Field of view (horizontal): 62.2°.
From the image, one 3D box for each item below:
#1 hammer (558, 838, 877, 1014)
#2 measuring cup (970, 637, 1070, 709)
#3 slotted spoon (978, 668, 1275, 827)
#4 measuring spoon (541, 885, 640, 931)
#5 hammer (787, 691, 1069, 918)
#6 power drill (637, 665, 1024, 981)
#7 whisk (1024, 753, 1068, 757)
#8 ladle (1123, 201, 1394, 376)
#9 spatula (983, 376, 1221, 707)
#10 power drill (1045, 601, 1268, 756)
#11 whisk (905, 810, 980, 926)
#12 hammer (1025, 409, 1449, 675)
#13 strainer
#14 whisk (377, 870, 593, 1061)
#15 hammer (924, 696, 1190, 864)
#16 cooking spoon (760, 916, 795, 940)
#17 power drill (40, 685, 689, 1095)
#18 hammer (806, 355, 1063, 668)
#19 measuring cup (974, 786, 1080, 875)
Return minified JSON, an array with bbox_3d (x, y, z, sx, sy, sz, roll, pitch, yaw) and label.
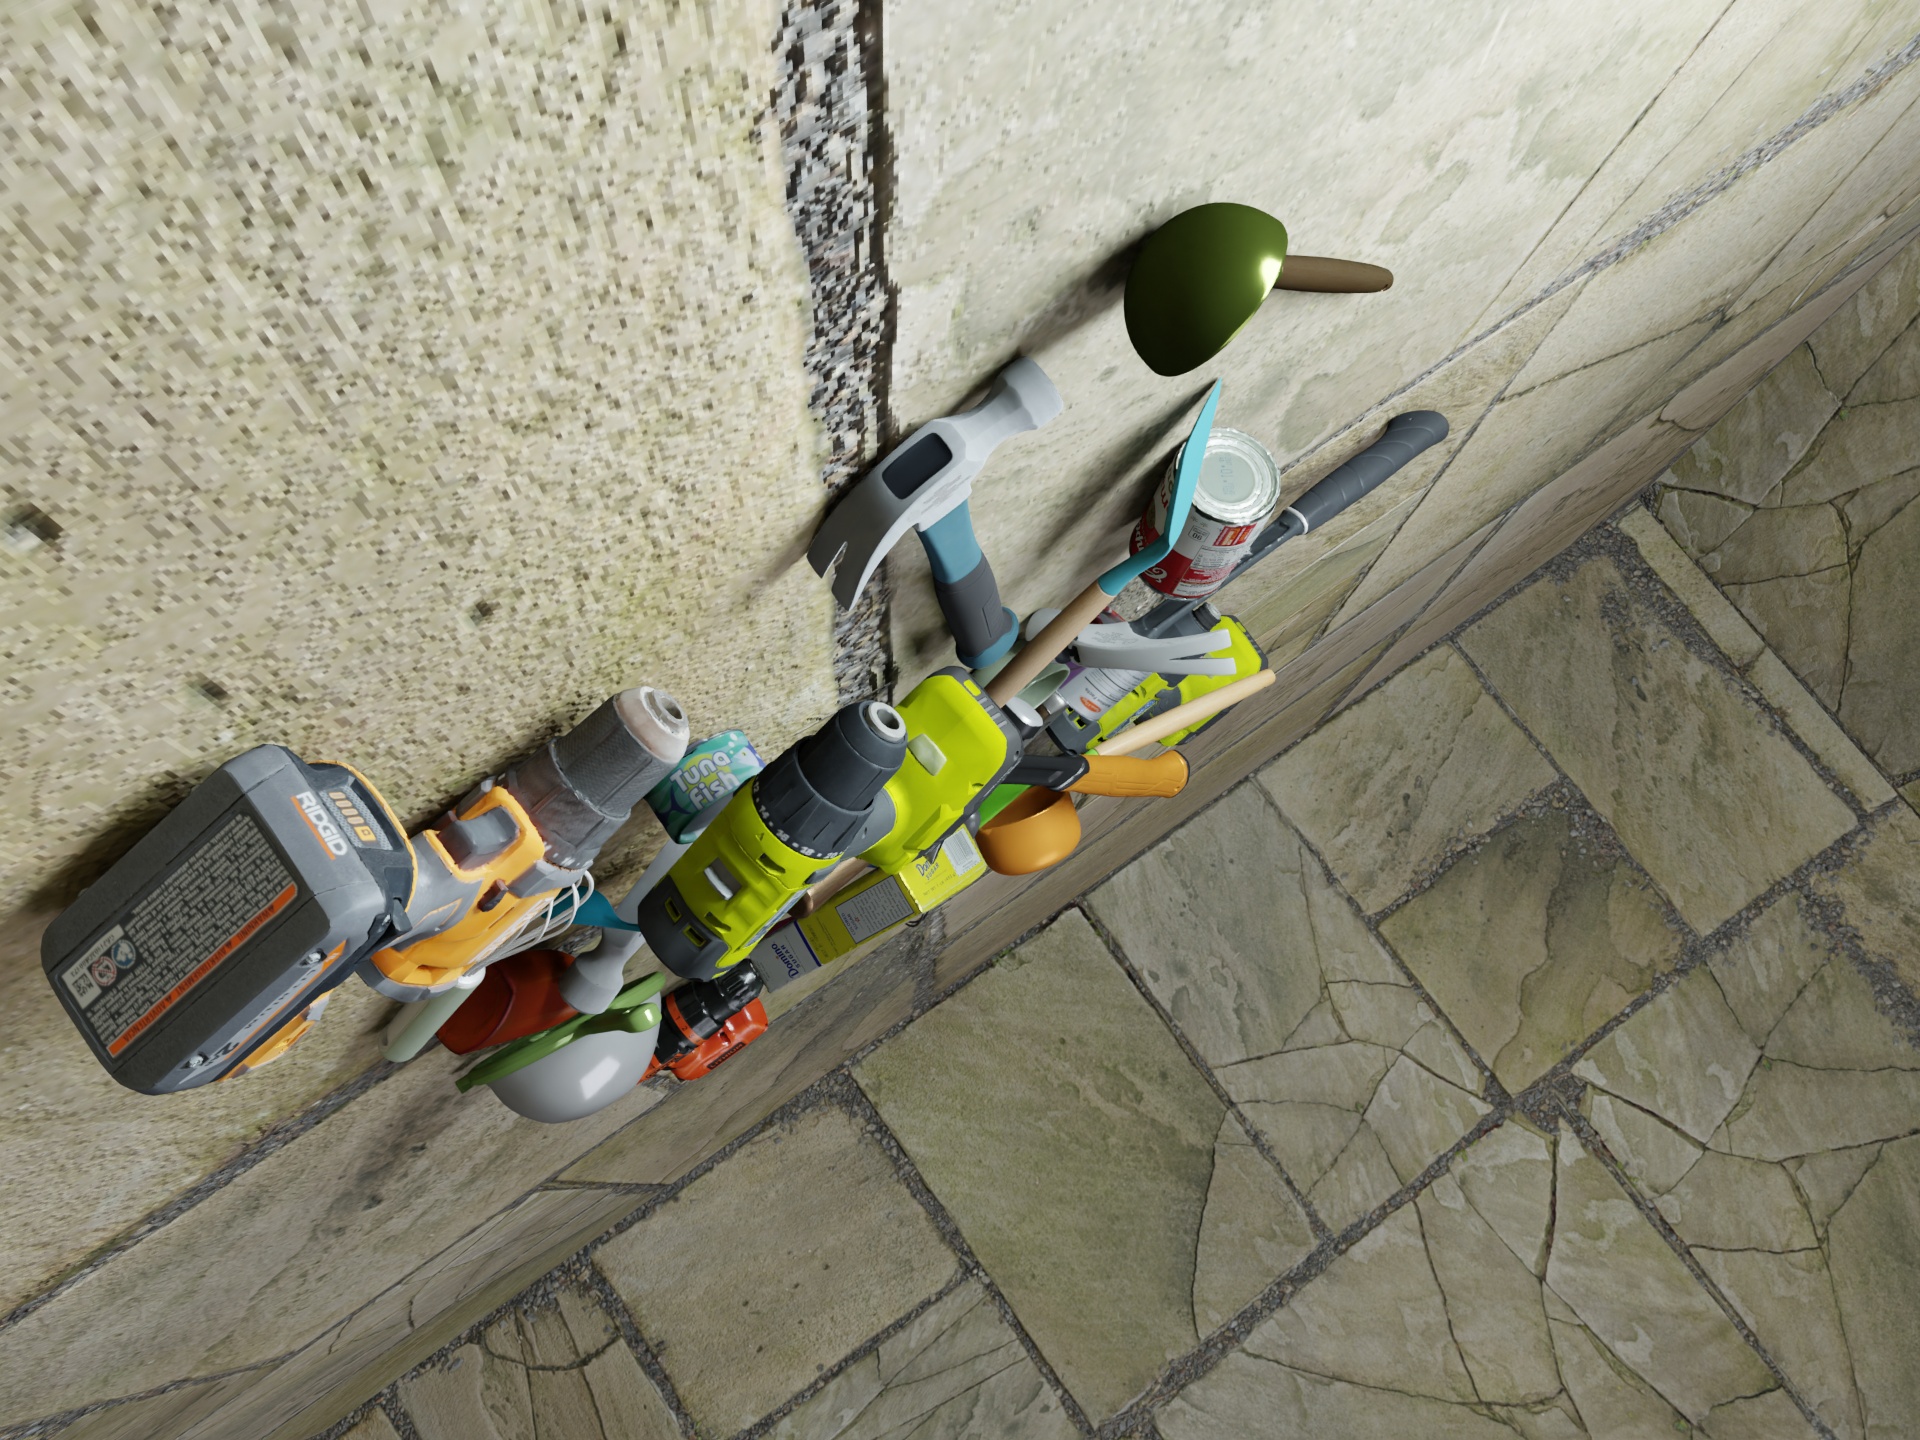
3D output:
[{"bbox_3d":[-0.129,0.107,1.128,0.144,0.035,0.405,-52,167,14],"label":"hammer"},{"bbox_3d":[-0.002,-0.004,1.101,0.167,0.038,0.083,-31,167,-13],"label":"measuring cup"},{"bbox_3d":[0.131,0.020,1.303,0.314,0.031,0.070,-24,174,-21],"label":"slotted spoon"},{"bbox_3d":[-0.179,0.111,0.914,0.128,0.021,0.042,5,176,13],"label":"measuring spoon"},{"bbox_3d":[-0.013,0.048,1.176,0.331,0.031,0.130,-37,174,-40],"label":"hammer"},{"bbox_3d":[-0.057,0.042,0.885,0.190,0.080,0.228,-46,170,28],"label":"power drill"},{"bbox_3d":[0.075,0.056,1.503,0.070,0.070,0.284,-40,172,16],"label":"whisk"},{"bbox_3d":[0.163,-0.205,0.759,0.078,0.062,0.320,-41,170,32],"label":"ladle"},{"bbox_3d":[0.066,-0.074,0.959,0.317,0.044,0.082,-45,-170,42],"label":"spatula"},{"bbox_3d":[0.182,-0.039,1.388,0.171,0.080,0.223,-40,164,21],"label":"power drill"},{"bbox_3d":[-0.027,0.116,1.281,0.055,0.055,0.239,-30,168,-28],"label":"whisk"},{"bbox_3d":[0.231,-0.135,1.128,0.149,0.036,0.409,13,-142,44],"label":"hammer"},{"bbox_3d":[-0.242,0.231,1.087,0.151,0.069,0.256,-27,-179,-31],"label":"strainer"},{"bbox_3d":[-0.268,0.131,0.865,0.059,0.058,0.246,17,138,-31],"label":"whisk"},{"bbox_3d":[0.086,0.047,1.200,0.127,0.034,0.336,-53,154,18],"label":"hammer"},{"bbox_3d":[-0.100,0.150,1.302,0.069,0.017,0.319,-23,175,-43],"label":"cooking spoon"},{"bbox_3d":[-0.214,0.054,0.634,0.185,0.084,0.226,-39,172,11],"label":"power drill"},{"bbox_3d":[0.001,-0.080,0.827,0.128,0.033,0.331,-37,168,-2],"label":"hammer"},{"bbox_3d":[0.027,0.095,1.342,0.174,0.052,0.095,-8,-161,47],"label":"measuring cup"}]
